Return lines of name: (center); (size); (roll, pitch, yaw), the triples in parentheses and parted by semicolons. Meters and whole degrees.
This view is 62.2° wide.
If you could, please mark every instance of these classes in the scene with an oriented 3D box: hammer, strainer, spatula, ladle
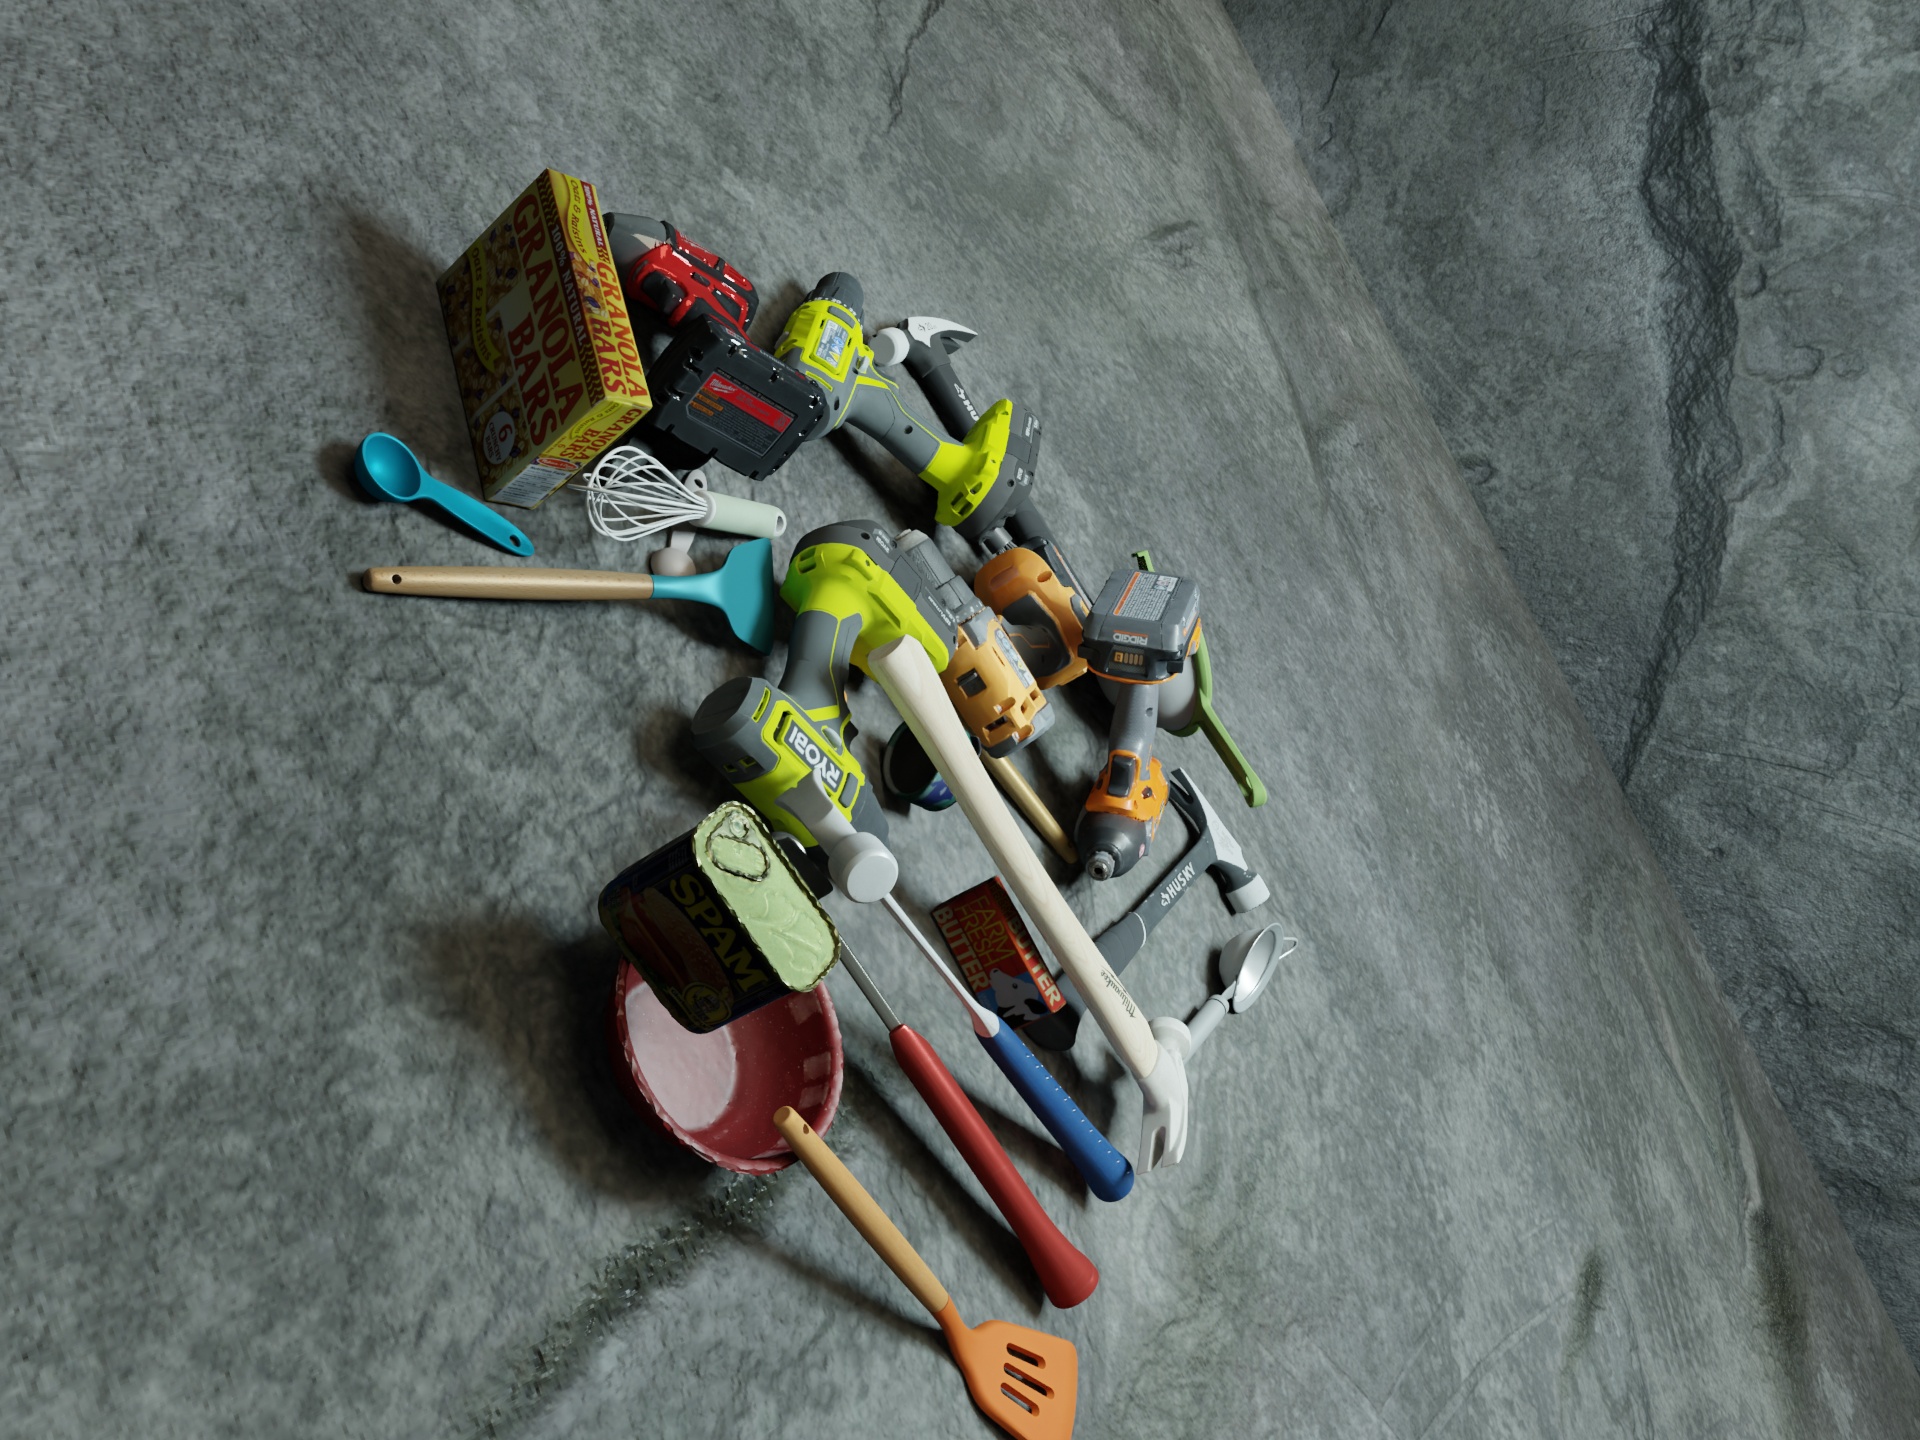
hammer: (0.052, 0.123, 1.090); (0.410, 0.038, 0.146); (58, 22, -19)
strainer: (0.218, 0.236, 1.344); (0.258, 0.050, 0.086); (-33, 137, -53)
spatula: (-0.016, 0.320, 0.916); (0.322, 0.041, 0.081); (59, 29, -33)
hammer: (0.149, 0.160, 1.312); (0.149, 0.036, 0.409); (59, 33, 0)
hammer: (0.041, -0.221, 1.461); (0.335, 0.035, 0.146); (59, 33, -3)
spatula: (-0.223, -0.081, 0.988); (0.317, 0.044, 0.082); (-2, 93, -47)
hammer: (0.009, 0.183, 1.016); (0.405, 0.035, 0.144); (55, -7, -34)
strainer: (0.176, -0.015, 1.371); (0.069, 0.151, 0.257); (-14, 49, -17)
hammer: (-0.014, 0.226, 0.980); (0.359, 0.037, 0.149); (58, -8, -15)
ladle: (-0.002, -0.004, 1.242); (0.315, 0.031, 0.069); (51, 34, -17)

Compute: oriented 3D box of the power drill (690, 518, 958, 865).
power drill: (-0.080, -0.013, 1.077); (0.171, 0.080, 0.223); (48, 40, -30)

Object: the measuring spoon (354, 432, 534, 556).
measuring spoon: (-0.304, -0.124, 0.933); (0.128, 0.021, 0.042); (34, 39, -49)

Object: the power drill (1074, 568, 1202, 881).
power drill: (0.133, 0.011, 1.263); (0.164, 0.084, 0.226); (-57, 153, -60)

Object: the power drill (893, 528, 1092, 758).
power drill: (0.027, -0.084, 1.270); (0.185, 0.084, 0.226); (57, 26, -5)

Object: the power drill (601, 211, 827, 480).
power drill: (-0.187, -0.275, 1.110); (0.143, 0.078, 0.220); (25, 27, -43)

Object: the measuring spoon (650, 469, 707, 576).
measuring spoon: (-0.186, -0.135, 1.095); (0.034, 0.018, 0.124); (38, 38, -31)

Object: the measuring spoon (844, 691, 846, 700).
measuring spoon: (-0.109, -0.002, 1.108); (0.021, 0.011, 0.117); (65, 28, -7)

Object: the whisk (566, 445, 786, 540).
whisk: (-0.178, -0.141, 1.056); (0.246, 0.059, 0.058); (-4, 104, -70)

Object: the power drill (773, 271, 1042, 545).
power drill: (-0.047, -0.264, 1.310); (0.228, 0.080, 0.191); (31, 42, -19)

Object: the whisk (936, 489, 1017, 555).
whisk: (0.036, -0.154, 1.395); (0.239, 0.055, 0.055); (50, 33, -7)
